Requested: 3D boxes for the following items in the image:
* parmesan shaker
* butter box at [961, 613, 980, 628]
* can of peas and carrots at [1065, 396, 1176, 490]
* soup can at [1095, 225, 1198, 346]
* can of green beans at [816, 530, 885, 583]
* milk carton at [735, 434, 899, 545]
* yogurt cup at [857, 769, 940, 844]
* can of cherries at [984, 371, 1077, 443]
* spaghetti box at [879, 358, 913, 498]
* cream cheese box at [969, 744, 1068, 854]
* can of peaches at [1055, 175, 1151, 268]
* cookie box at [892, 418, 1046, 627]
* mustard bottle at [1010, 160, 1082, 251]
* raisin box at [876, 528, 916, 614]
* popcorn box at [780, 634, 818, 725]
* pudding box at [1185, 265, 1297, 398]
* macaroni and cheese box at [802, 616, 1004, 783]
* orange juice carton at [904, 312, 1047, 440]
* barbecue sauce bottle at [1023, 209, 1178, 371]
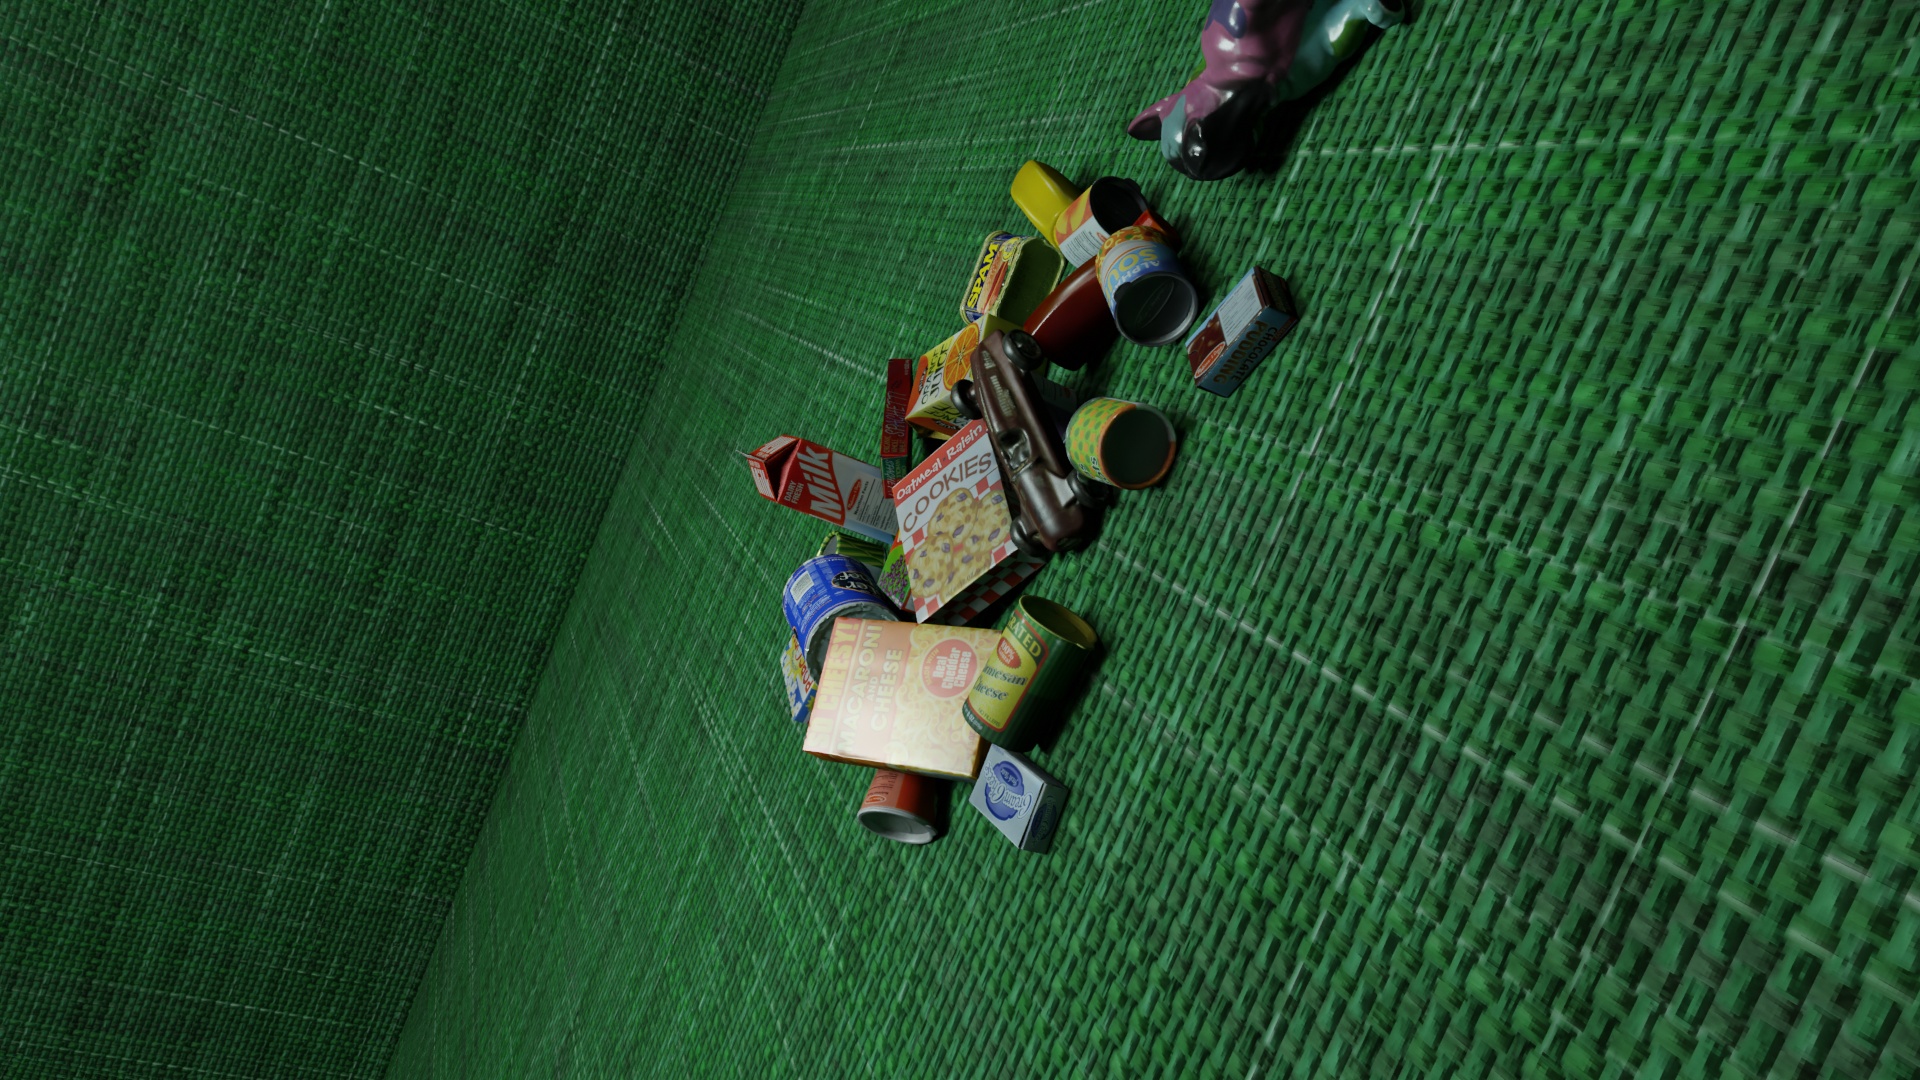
[{"bbox_3d":[0.053,0.104,1.059,0.102,0.071,0.071,-62,24,17],"label":"parmesan shaker"},{"bbox_3d":[0.000,0.057,1.266,0.053,0.024,0.103,5,76,66],"label":"butter box"},{"bbox_3d":[0.120,-0.072,1.052,0.059,0.071,0.071,25,94,66],"label":"can of peas and carrots"},{"bbox_3d":[0.144,-0.204,1.102,0.071,0.071,0.084,-56,27,29],"label":"soup can"},{"bbox_3d":[-0.122,0.028,1.512,0.071,0.058,0.071,-47,32,42],"label":"can of green beans"},{"bbox_3d":[-0.140,-0.058,1.454,0.072,0.190,0.073,18,88,67],"label":"milk carton"},{"bbox_3d":[-0.049,0.222,1.189,0.072,0.072,0.054,-37,32,52],"label":"yogurt cup"},{"bbox_3d":[0.060,-0.111,1.226,0.071,0.058,0.072,-46,32,42],"label":"can of cherries"},{"bbox_3d":[-0.066,-0.123,1.476,0.251,0.029,0.050,-92,-1,-60],"label":"spaghetti box"},{"bbox_3d":[0.043,0.194,1.057,0.053,0.024,0.104,-69,23,2],"label":"cream cheese box"},{"bbox_3d":[0.125,-0.276,1.212,0.058,0.071,0.071,-34,42,55],"label":"can of peaches"},{"bbox_3d":[0.004,-0.016,1.236,0.122,0.040,0.168,-38,43,26],"label":"cookie box"},{"bbox_3d":[0.095,-0.307,1.309,0.048,0.065,0.161,-54,31,23],"label":"mustard bottle"},{"bbox_3d":[-0.031,0.005,1.358,0.123,0.040,0.086,-68,23,6],"label":"raisin box"},{"bbox_3d":[-0.158,0.136,1.527,0.085,0.038,0.127,-62,24,18],"label":"popcorn box"},{"bbox_3d":[0.199,-0.148,0.990,0.083,0.030,0.050,-51,31,37],"label":"pudding box"},{"bbox_3d":[-0.041,0.133,1.168,0.166,0.040,0.124,3,70,30],"label":"macaroni and cheese box"},{"bbox_3d":[0.006,-0.152,1.361,0.192,0.073,0.072,-20,54,61],"label":"orange juice carton"},{"bbox_3d":[0.122,-0.213,1.176,0.148,0.065,0.044,-46,34,26],"label":"barbecue sauce bottle"}]
